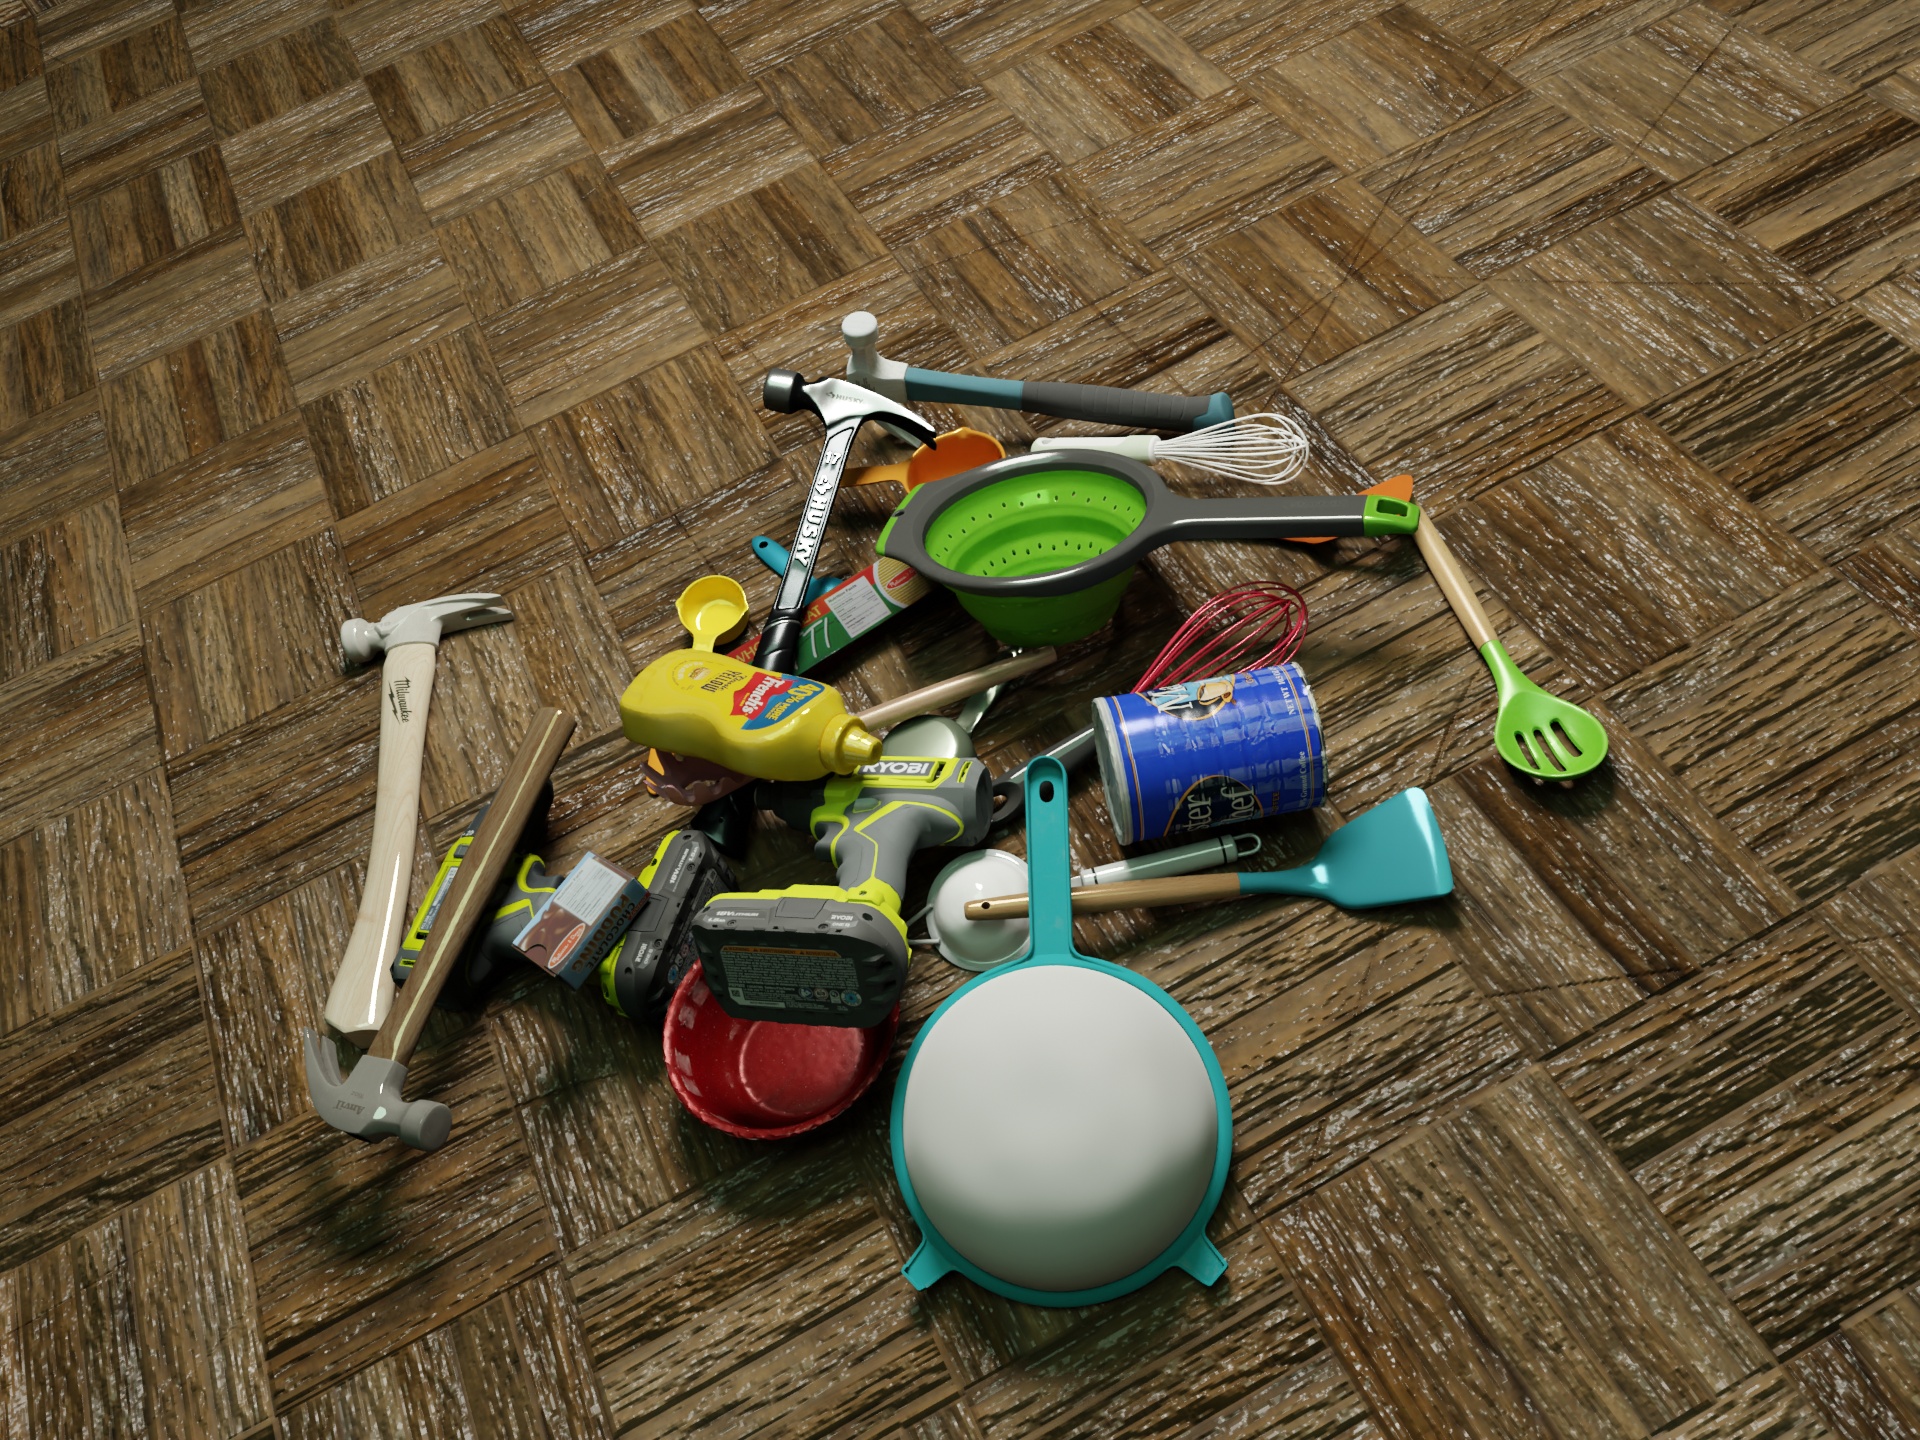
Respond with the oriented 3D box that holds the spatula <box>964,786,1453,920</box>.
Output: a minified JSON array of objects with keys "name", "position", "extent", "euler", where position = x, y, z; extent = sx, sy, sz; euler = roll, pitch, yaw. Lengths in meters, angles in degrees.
[{"name":"spatula","position":[0.160,0.105,1.058],"extent":[0.317,0.044,0.082],"euler":[-6,57,-2]}]

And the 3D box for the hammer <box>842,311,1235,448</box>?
[{"name":"hammer","position":[0.067,-0.273,1.345],"extent":[0.331,0.128,0.033],"euler":[8,57,10]}]

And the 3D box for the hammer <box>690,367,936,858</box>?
[{"name":"hammer","position":[-0.130,-0.088,1.247],"extent":[0.149,0.036,0.409],"euler":[12,71,4]}]

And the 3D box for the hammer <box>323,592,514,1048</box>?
[{"name":"hammer","position":[-0.441,0.065,1.270],"extent":[0.146,0.038,0.411],"euler":[-12,53,5]}]

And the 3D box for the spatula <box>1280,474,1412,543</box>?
[{"name":"spatula","position":[0.192,-0.167,1.267],"extent":[0.323,0.041,0.081],"euler":[4,32,20]}]

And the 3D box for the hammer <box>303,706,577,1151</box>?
[{"name":"hammer","position":[-0.351,0.132,1.113],"extent":[0.130,0.031,0.331],"euler":[4,57,24]}]

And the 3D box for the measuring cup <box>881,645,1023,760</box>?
[{"name":"measuring cup","position":[-0.002,-0.004,1.200],"extent":[0.083,0.038,0.168],"euler":[23,65,28]}]

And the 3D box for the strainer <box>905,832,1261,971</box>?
[{"name":"strainer","position":[0.081,0.112,1.095],"extent":[0.258,0.050,0.087],"euler":[-14,68,1]}]

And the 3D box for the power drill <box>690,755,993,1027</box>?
[{"name":"power drill","position":[-0.085,0.100,1.063],"extent":[0.171,0.080,0.223],"euler":[1,31,16]}]

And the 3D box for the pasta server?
[{"name":"pasta server","position":[-0.078,-0.002,1.172],"extent":[0.316,0.040,0.060],"euler":[-20,39,-5]}]

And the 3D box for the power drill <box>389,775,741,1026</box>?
[{"name":"power drill","position":[-0.282,0.126,1.158],"extent":[0.228,0.080,0.191],"euler":[6,57,22]}]

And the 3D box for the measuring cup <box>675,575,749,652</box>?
[{"name":"measuring cup","position":[-0.209,-0.044,1.300],"extent":[0.062,0.029,0.157],"euler":[4,67,8]}]

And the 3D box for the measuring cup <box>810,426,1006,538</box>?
[{"name":"measuring cup","position":[-0.039,-0.193,1.343],"extent":[0.173,0.052,0.095],"euler":[-2,54,19]}]

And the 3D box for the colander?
[{"name":"colander","position":[0.139,-0.118,1.190],"extent":[0.397,0.094,0.205],"euler":[2,38,21]}]

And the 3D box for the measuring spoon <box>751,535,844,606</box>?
[{"name":"measuring spoon","position":[-0.139,-0.128,1.338],"extent":[0.042,0.021,0.129],"euler":[-40,56,-15]}]

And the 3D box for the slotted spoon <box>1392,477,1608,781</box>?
[{"name":"slotted spoon","position":[0.377,-0.072,1.159],"extent":[0.070,0.031,0.314],"euler":[-17,50,2]}]

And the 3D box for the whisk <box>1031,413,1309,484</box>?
[{"name":"whisk","position":[0.166,-0.221,1.296],"extent":[0.246,0.059,0.058],"euler":[6,31,32]}]

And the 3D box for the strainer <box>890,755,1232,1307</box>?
[{"name":"strainer","position":[0.054,0.175,0.963],"extent":[0.211,0.095,0.341],"euler":[-4,71,8]}]

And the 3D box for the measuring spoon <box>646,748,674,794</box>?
[{"name":"measuring spoon","position":[-0.237,0.009,1.271],"extent":[0.021,0.011,0.117],"euler":[-6,53,11]}]

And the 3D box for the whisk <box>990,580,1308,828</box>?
[{"name":"whisk","position":[0.128,-0.008,1.161],"extent":[0.296,0.073,0.073],"euler":[-34,53,-4]}]
